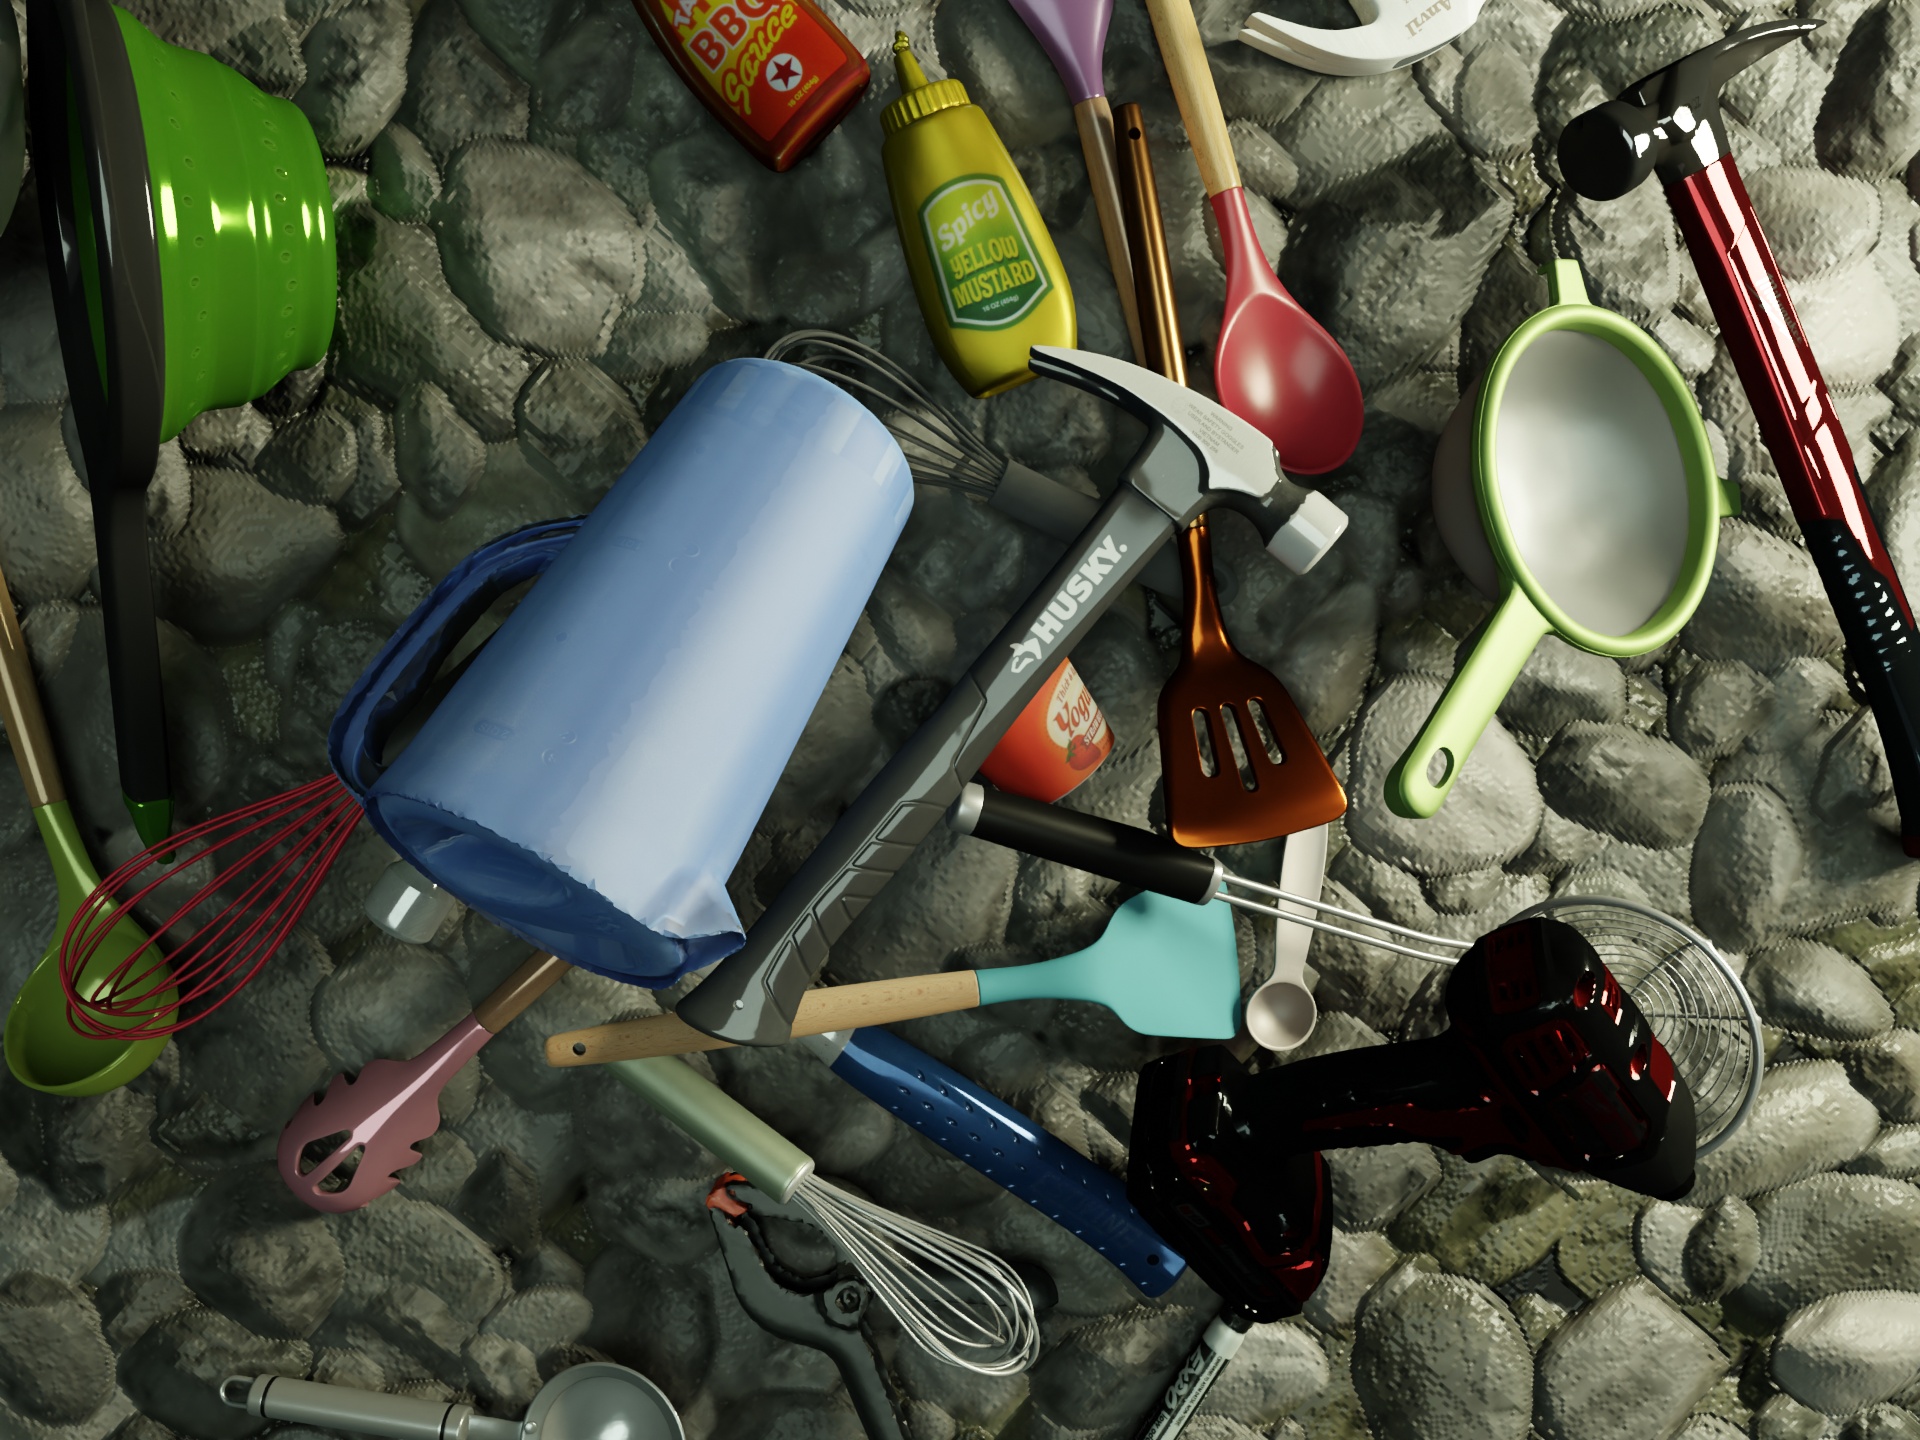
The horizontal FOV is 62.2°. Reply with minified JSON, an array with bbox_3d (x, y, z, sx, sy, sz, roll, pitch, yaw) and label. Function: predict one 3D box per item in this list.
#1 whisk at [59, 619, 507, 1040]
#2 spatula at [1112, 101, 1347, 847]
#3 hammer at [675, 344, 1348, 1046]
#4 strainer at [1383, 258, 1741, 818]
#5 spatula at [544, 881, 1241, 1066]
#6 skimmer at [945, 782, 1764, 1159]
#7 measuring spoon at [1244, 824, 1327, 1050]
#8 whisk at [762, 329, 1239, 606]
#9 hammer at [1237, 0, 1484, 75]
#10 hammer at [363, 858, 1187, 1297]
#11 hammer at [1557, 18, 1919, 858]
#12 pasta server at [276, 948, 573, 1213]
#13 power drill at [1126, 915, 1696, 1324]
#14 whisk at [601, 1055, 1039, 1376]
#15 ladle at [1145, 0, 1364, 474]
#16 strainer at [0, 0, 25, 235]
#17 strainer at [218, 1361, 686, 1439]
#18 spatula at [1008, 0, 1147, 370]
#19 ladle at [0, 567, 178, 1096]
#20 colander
[{"bbox_3d":[-0.273,0.033,0.704,0.296,0.073,0.073,-41,95,-9],"label":"whisk"},{"bbox_3d":[0.100,-0.108,0.689,0.081,0.041,0.322,-10,92,-8],"label":"spatula"},{"bbox_3d":[-0.001,-0.002,0.656,0.146,0.035,0.335,40,89,2],"label":"hammer"},{"bbox_3d":[0.227,-0.059,0.674,0.151,0.069,0.256,44,67,-19],"label":"strainer"},{"bbox_3d":[-0.020,0.123,0.703,0.317,0.044,0.082,-6,88,-11],"label":"spatula"},{"bbox_3d":[0.168,0.102,0.691,0.363,0.090,0.127,18,113,-12],"label":"skimmer"},{"bbox_3d":[0.156,0.093,0.753,0.034,0.018,0.124,9,90,-8],"label":"measuring spoon"},{"bbox_3d":[0.020,-0.109,0.714,0.239,0.055,0.055,25,96,-7],"label":"whisk"},{"bbox_3d":[0.111,-0.425,0.682,0.128,0.033,0.331,-36,95,3],"label":"hammer"},{"bbox_3d":[-0.059,0.137,0.729,0.405,0.035,0.144,35,91,-8],"label":"hammer"},{"bbox_3d":[0.392,-0.111,0.706,0.143,0.038,0.386,-32,102,-22],"label":"hammer"},{"bbox_3d":[-0.202,0.121,0.749,0.316,0.040,0.060,-43,95,0],"label":"pasta server"},{"bbox_3d":[0.192,0.176,0.675,0.219,0.079,0.143,-28,115,30],"label":"power drill"},{"bbox_3d":[-0.068,0.216,0.725,0.246,0.058,0.059,33,121,14],"label":"whisk"},{"bbox_3d":[0.109,-0.259,0.703,0.069,0.031,0.315,-19,94,-18],"label":"ladle"},{"bbox_3d":[-0.397,-0.245,0.585,0.095,0.341,0.211,-6,105,-30],"label":"strainer"},{"bbox_3d":[-0.233,0.339,0.766,0.258,0.050,0.087,7,91,5],"label":"strainer"},{"bbox_3d":[0.066,-0.250,0.709,0.060,0.018,0.316,-16,96,-8],"label":"spatula"},{"bbox_3d":[-0.428,0.014,0.721,0.078,0.062,0.320,-14,94,3],"label":"ladle"},{"bbox_3d":[-0.324,-0.125,0.685,0.094,0.205,0.397,-9,116,-33],"label":"colander"}]
